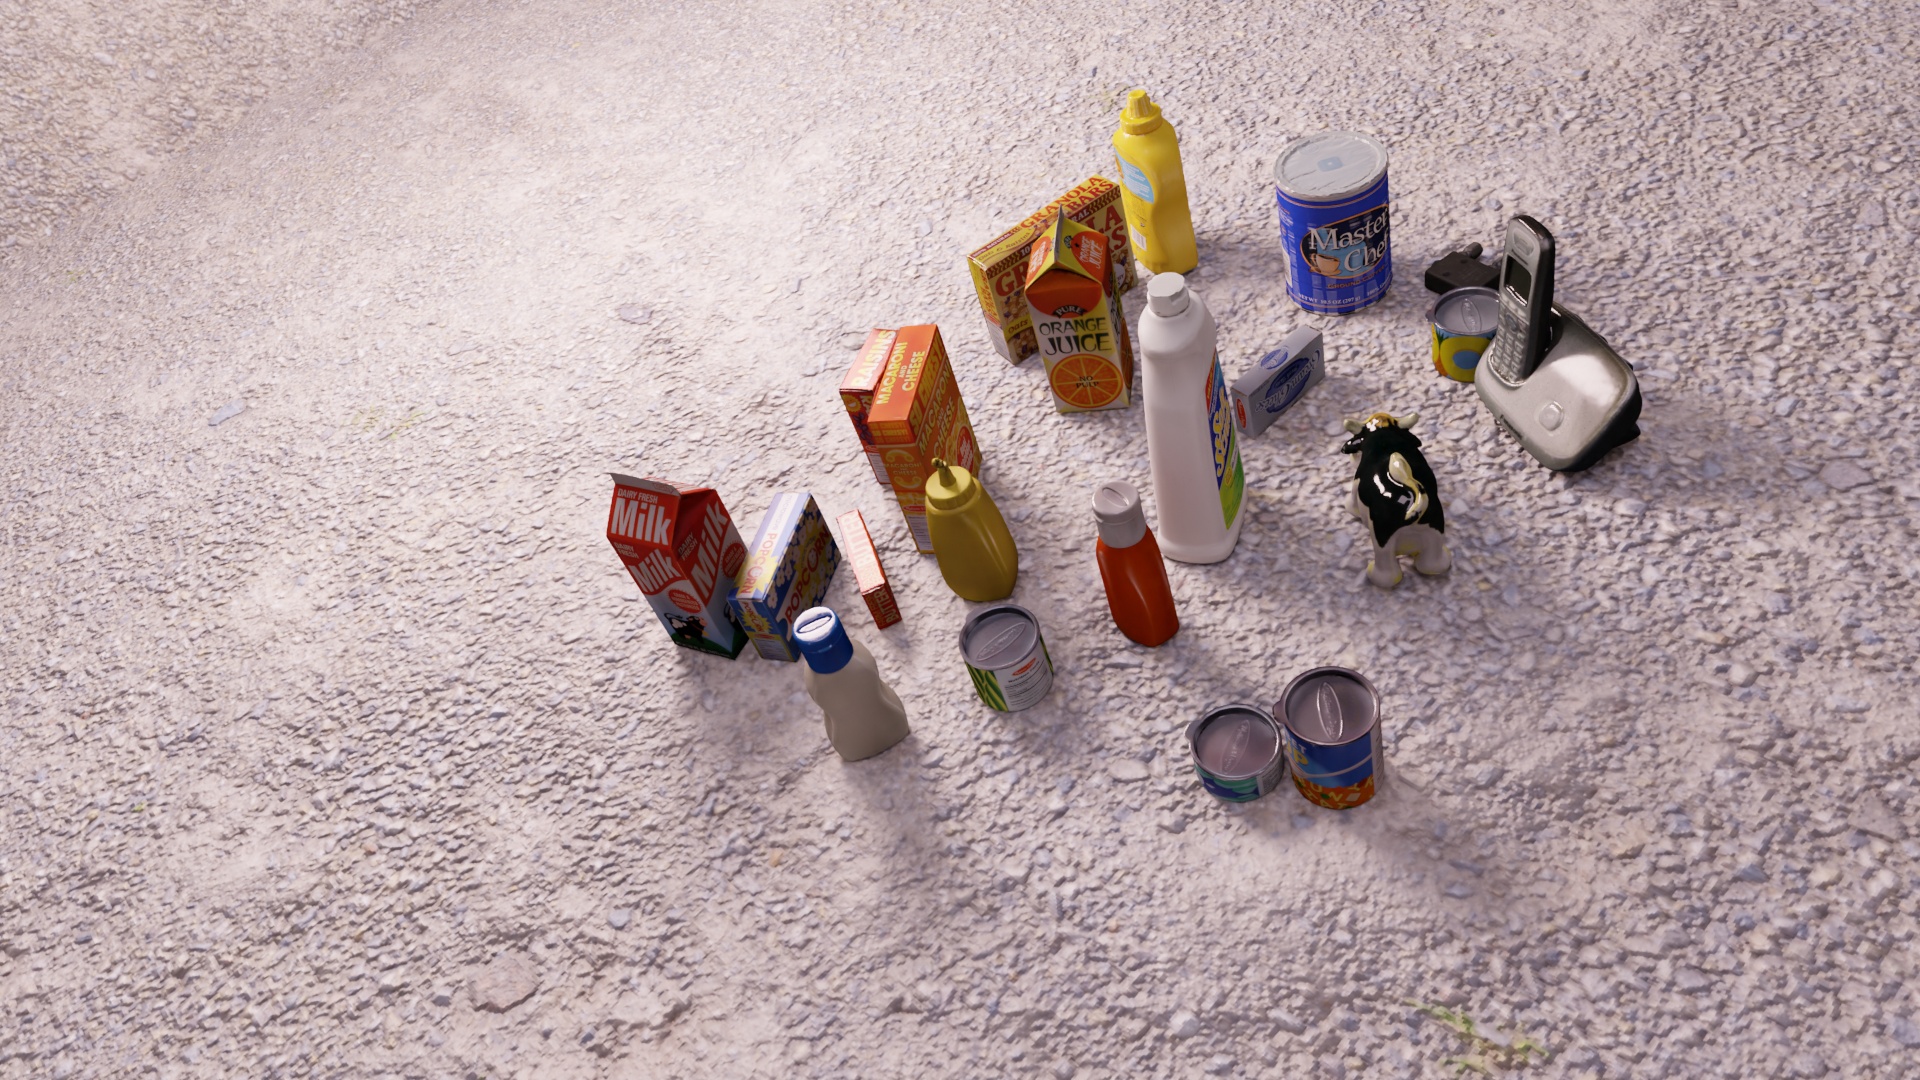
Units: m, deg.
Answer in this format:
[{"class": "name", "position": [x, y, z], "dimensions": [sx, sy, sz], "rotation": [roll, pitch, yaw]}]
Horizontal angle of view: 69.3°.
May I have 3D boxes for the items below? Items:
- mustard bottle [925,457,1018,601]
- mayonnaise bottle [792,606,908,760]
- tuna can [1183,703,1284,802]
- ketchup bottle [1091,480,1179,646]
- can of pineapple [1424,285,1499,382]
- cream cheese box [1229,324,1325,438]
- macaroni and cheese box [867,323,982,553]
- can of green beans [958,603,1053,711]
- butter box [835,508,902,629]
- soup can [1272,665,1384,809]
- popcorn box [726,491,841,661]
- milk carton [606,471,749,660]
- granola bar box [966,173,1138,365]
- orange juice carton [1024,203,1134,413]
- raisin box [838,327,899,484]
[{"class": "mustard bottle", "position": [0.004, -0.014, 1.149], "dimensions": [0.065, 0.159, 0.049], "rotation": [-2, 48, 18]}, {"class": "mayonnaise bottle", "position": [-0.088, 0.110, 1.072], "dimensions": [0.065, 0.147, 0.041], "rotation": [-25, 45, -4]}, {"class": "tuna can", "position": [0.199, 0.154, 1.011], "dimensions": [0.071, 0.032, 0.071], "rotation": [-10, 46, 10]}, {"class": "ketchup bottle", "position": [0.132, 0.017, 1.083], "dimensions": [0.043, 0.148, 0.065], "rotation": [-35, 47, -14]}, {"class": "can of pineapple", "position": [0.449, -0.182, 1.226], "dimensions": [0.071, 0.057, 0.071], "rotation": [-10, 46, 10]}, {"class": "cream cheese box", "position": [0.286, -0.143, 1.249], "dimensions": [0.104, 0.053, 0.024], "rotation": [-40, 48, -19]}, {"class": "macaroni and cheese box", "position": [-0.029, -0.088, 1.227], "dimensions": [0.040, 0.165, 0.124], "rotation": [-1, 48, 19]}, {"class": "can of green beans", "position": [0.037, 0.094, 1.108], "dimensions": [0.071, 0.057, 0.071], "rotation": [-10, 46, 10]}, {"class": "butter box", "position": [-0.081, 0.025, 1.218], "dimensions": [0.024, 0.053, 0.104], "rotation": [-22, 45, -2]}, {"class": "soup can", "position": [0.258, 0.139, 0.969], "dimensions": [0.071, 0.083, 0.072], "rotation": [-10, 46, 10]}, {"class": "popcorn box", "position": [-0.152, 0.030, 1.214], "dimensions": [0.038, 0.084, 0.127], "rotation": [2, 49, 21]}, {"class": "milk carton", "position": [-0.235, 0.012, 1.186], "dimensions": [0.072, 0.189, 0.074], "rotation": [10, 52, 27]}, {"class": "granola bar box", "position": [0.094, -0.270, 1.387], "dimensions": [0.166, 0.123, 0.039], "rotation": [-35, 46, -14]}, {"class": "orange juice carton", "position": [0.108, -0.212, 1.278], "dimensions": [0.073, 0.191, 0.072], "rotation": [-4, 47, 16]}, {"class": "raisin box", "position": [-0.065, -0.125, 1.305], "dimensions": [0.040, 0.122, 0.086], "rotation": [6, 51, 25]}]
